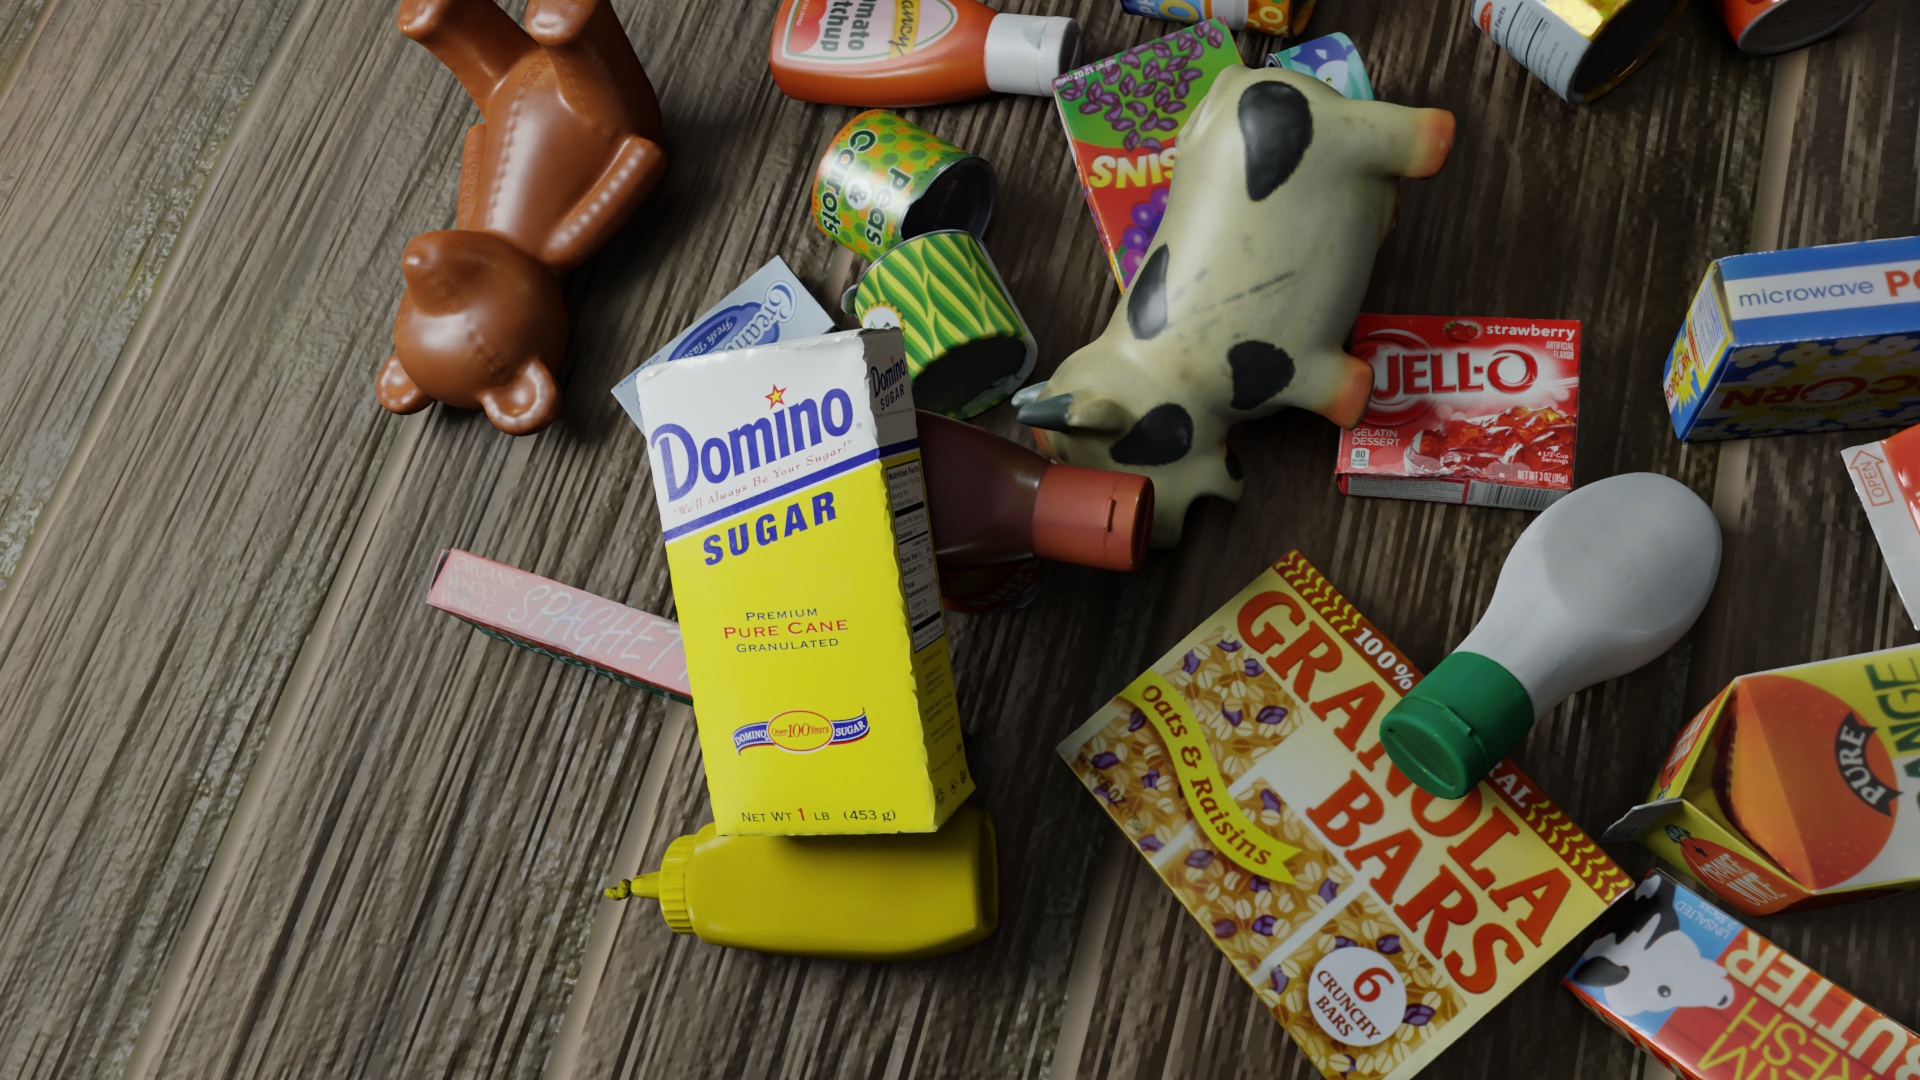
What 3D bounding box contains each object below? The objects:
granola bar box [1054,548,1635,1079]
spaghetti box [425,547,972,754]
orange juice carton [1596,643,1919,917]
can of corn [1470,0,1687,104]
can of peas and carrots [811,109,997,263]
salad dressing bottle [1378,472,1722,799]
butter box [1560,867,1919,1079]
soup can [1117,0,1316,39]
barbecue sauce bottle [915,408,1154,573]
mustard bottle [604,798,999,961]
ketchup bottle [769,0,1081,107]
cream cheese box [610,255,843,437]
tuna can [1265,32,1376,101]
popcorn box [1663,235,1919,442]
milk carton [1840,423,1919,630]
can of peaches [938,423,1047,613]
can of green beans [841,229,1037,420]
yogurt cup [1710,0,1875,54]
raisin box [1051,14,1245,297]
[{"bbox_3d":[0.136,0.103,0.514,0.124,0.039,0.166,-40,65,-3],"label":"granola bar box"},{"bbox_3d":[-0.117,0.053,0.595,0.250,0.050,0.029,15,74,20],"label":"spaghetti box"},{"bbox_3d":[0.315,0.077,0.458,0.192,0.071,0.073,-13,67,10],"label":"orange juice carton"},{"bbox_3d":[0.265,-0.230,0.589,0.071,0.071,0.058,-37,66,0],"label":"can of corn"},{"bbox_3d":[-0.027,-0.157,0.638,0.059,0.070,0.071,34,82,24],"label":"can of peas and carrots"},{"bbox_3d":[0.209,0.032,0.493,0.148,0.043,0.064,-36,68,-22],"label":"salad dressing bottle"},{"bbox_3d":[0.255,0.157,0.448,0.053,0.024,0.104,-47,41,-5],"label":"butter box"},{"bbox_3d":[0.121,-0.270,0.642,0.084,0.071,0.071,18,76,20],"label":"soup can"},{"bbox_3d":[-0.003,-0.017,0.528,0.148,0.043,0.065,9,85,18],"label":"barbecue sauce bottle"},{"bbox_3d":[-0.066,0.134,0.551,0.160,0.048,0.065,-5,71,14],"label":"mustard bottle"},{"bbox_3d":[-0.016,-0.242,0.682,0.149,0.043,0.065,11,73,18],"label":"ketchup bottle"},{"bbox_3d":[-0.108,-0.082,0.657,0.104,0.024,0.053,-39,67,-1],"label":"cream cheese box"},{"bbox_3d":[0.157,-0.181,0.598,0.033,0.071,0.071,-17,67,8],"label":"tuna can"},{"bbox_3d":[0.332,-0.073,0.502,0.127,0.085,0.038,-4,69,14],"label":"popcorn box"},{"bbox_3d":[0.411,-0.021,0.467,0.190,0.073,0.072,-13,68,11],"label":"milk carton"},{"bbox_3d":[0.002,-0.007,0.581,0.071,0.058,0.071,-5,69,14],"label":"can of peaches"},{"bbox_3d":[-0.007,-0.093,0.611,0.071,0.071,0.058,-27,66,4],"label":"can of green beans"},{"bbox_3d":[0.342,-0.239,0.574,0.072,0.072,0.054,-14,75,10],"label":"yogurt cup"},{"bbox_3d":[0.099,-0.165,0.624,0.086,0.040,0.124,-18,65,7],"label":"raisin box"}]
